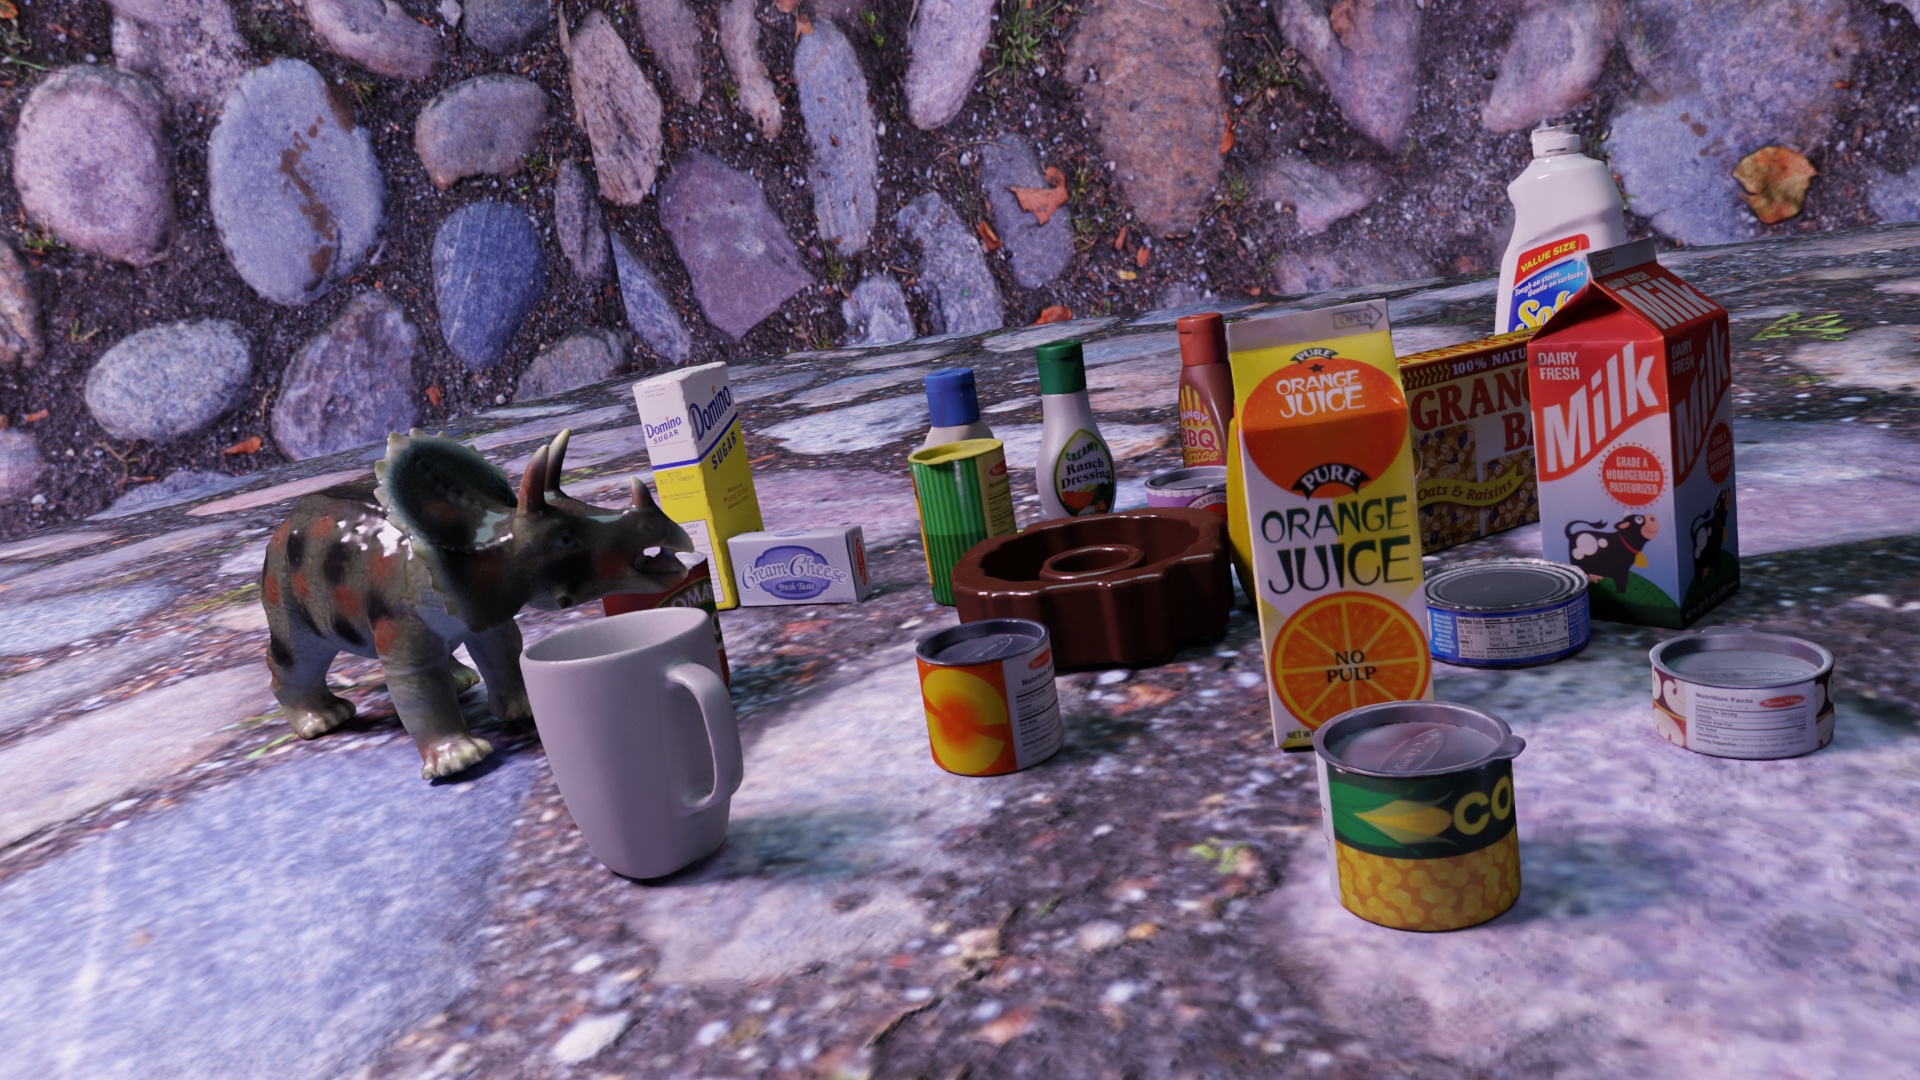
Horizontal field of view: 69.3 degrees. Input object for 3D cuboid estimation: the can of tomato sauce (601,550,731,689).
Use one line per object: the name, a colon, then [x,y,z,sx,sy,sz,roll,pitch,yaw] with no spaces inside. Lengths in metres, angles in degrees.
can of tomato sauce: [-0.176,0.054,0.838,0.071,0.083,0.071,-9,13,2]

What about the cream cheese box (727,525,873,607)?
cream cheese box: [-0.118,0.019,1.012,0.104,0.053,0.024,-3,14,25]

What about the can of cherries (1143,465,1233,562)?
can of cherries: [0.164,-0.016,0.957,0.071,0.058,0.071,-9,13,2]

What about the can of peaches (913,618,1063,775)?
can of peaches: [0.013,0.075,0.676,0.071,0.058,0.071,-9,13,2]

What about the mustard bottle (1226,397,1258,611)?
mustard bottle: [0.187,-0.038,0.813,0.065,0.159,0.049,-10,13,-2]

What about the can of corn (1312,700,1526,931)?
can of corn: [0.163,0.095,0.487,0.071,0.058,0.071,-9,13,2]

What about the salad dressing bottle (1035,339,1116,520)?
salad dressing bottle: [0.087,-0.083,1.098,0.064,0.147,0.044,-14,13,-19]

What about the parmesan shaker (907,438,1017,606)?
parmesan shaker: [0.003,-0.012,0.952,0.071,0.102,0.071,-9,13,2]

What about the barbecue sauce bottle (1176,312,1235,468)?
barbecue sauce bottle: [0.203,-0.108,1.124,0.044,0.148,0.065,-16,14,-27]

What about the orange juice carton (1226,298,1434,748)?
orange juice carton: [0.167,-0.009,0.631,0.072,0.192,0.073,-7,13,11]

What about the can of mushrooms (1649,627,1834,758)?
can of mushrooms: [0.322,0.062,0.573,0.071,0.033,0.071,-9,13,2]

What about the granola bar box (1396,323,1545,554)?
granola bar box: [0.346,-0.069,0.914,0.166,0.124,0.039,-14,14,-21]

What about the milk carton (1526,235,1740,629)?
milk carton: [0.347,-0.058,0.718,0.072,0.190,0.073,-19,16,-37]

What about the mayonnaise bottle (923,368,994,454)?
mayonnaise bottle: [0.003,-0.050,1.017,0.041,0.147,0.065,1,16,40]
